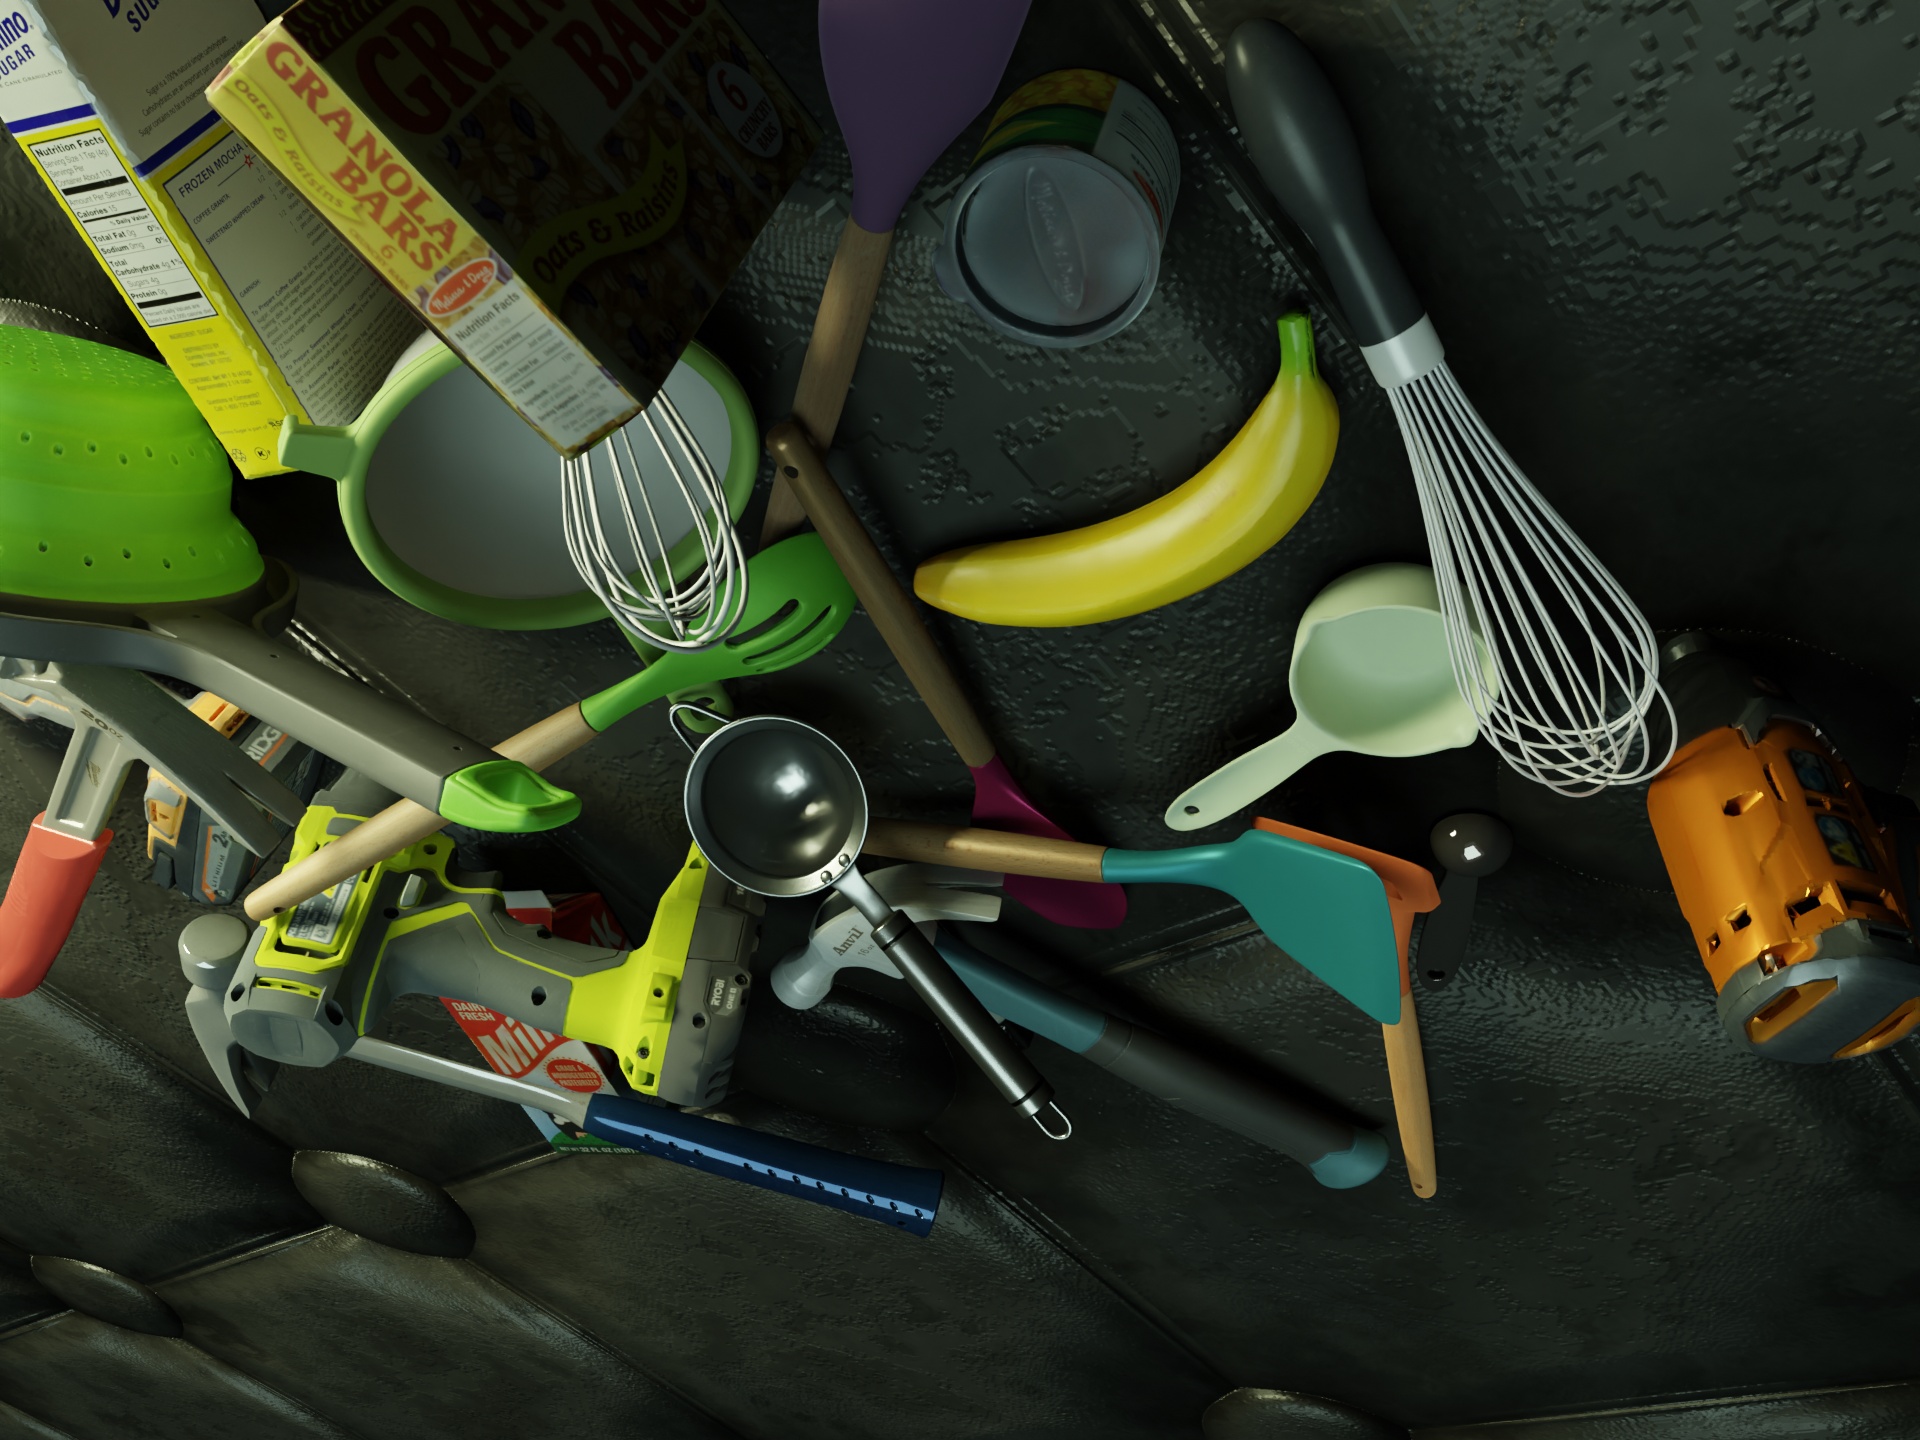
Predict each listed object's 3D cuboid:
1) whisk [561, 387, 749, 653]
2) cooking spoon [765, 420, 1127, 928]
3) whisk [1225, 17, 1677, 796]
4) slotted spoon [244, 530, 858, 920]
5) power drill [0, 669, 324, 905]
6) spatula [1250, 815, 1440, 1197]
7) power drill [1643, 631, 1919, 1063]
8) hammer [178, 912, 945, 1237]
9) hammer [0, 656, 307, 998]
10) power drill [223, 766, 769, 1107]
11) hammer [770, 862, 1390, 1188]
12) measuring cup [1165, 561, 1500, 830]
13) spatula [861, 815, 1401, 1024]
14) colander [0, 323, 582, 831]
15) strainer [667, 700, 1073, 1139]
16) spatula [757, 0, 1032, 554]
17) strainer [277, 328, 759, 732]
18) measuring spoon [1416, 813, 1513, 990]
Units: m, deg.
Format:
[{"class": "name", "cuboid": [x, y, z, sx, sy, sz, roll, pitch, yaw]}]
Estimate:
[{"class": "whisk", "cuboid": [-0.122, -0.137, 0.501, 0.058, 0.059, 0.246, -20, 88, 46]}, {"class": "cooking spoon", "cuboid": [-0.001, -0.002, 0.677, 0.069, 0.017, 0.318, 0, 140, 31]}, {"class": "whisk", "cuboid": [0.155, -0.091, 0.512, 0.070, 0.070, 0.284, -21, 112, 33]}, {"class": "slotted spoon", "cuboid": [-0.175, 0.011, 0.667, 0.314, 0.031, 0.070, -28, 151, 11]}, {"class": "power drill", "cuboid": [-0.447, 0.002, 0.801, 0.226, 0.084, 0.185, 32, 137, -9]}, {"class": "spatula", "cuboid": [0.205, 0.148, 0.760, 0.081, 0.041, 0.322, 17, 143, 36]}, {"class": "power drill", "cuboid": [0.346, 0.048, 0.553, 0.226, 0.164, 0.084, 12, 137, -12]}, {"class": "hammer", "cuboid": [-0.209, 0.208, 0.848, 0.405, 0.035, 0.144, 16, 134, -2]}, {"class": "hammer", "cuboid": [-0.433, 0.073, 0.780, 0.149, 0.037, 0.359, 40, 137, -11]}, {"class": "power drill", "cuboid": [-0.208, 0.093, 0.760, 0.223, 0.171, 0.080, 12, 138, -7]}, {"class": "hammer", "cuboid": [0.076, 0.164, 0.805, 0.330, 0.033, 0.128, 28, 131, -17]}, {"class": "measuring cup", "cuboid": [0.140, -0.004, 0.635, 0.083, 0.038, 0.167, 34, 136, -16]}, {"class": "spatula", "cuboid": [0.036, 0.066, 0.694, 0.317, 0.044, 0.082, 5, 129, 29]}, {"class": "colander", "cuboid": [-0.295, -0.071, 0.599, 0.397, 0.204, 0.094, 23, 107, 21]}, {"class": "strainer", "cuboid": [-0.036, 0.088, 0.712, 0.087, 0.050, 0.258, -41, 88, 20]}, {"class": "spatula", "cuboid": [-0.038, -0.149, 0.534, 0.059, 0.018, 0.315, 7, 146, -14]}, {"class": "strainer", "cuboid": [-0.146, -0.081, 0.638, 0.151, 0.069, 0.256, -24, 148, -2]}, {"class": "measuring spoon", "cuboid": [0.221, 0.088, 0.712, 0.034, 0.018, 0.124, 7, 136, 11]}]
